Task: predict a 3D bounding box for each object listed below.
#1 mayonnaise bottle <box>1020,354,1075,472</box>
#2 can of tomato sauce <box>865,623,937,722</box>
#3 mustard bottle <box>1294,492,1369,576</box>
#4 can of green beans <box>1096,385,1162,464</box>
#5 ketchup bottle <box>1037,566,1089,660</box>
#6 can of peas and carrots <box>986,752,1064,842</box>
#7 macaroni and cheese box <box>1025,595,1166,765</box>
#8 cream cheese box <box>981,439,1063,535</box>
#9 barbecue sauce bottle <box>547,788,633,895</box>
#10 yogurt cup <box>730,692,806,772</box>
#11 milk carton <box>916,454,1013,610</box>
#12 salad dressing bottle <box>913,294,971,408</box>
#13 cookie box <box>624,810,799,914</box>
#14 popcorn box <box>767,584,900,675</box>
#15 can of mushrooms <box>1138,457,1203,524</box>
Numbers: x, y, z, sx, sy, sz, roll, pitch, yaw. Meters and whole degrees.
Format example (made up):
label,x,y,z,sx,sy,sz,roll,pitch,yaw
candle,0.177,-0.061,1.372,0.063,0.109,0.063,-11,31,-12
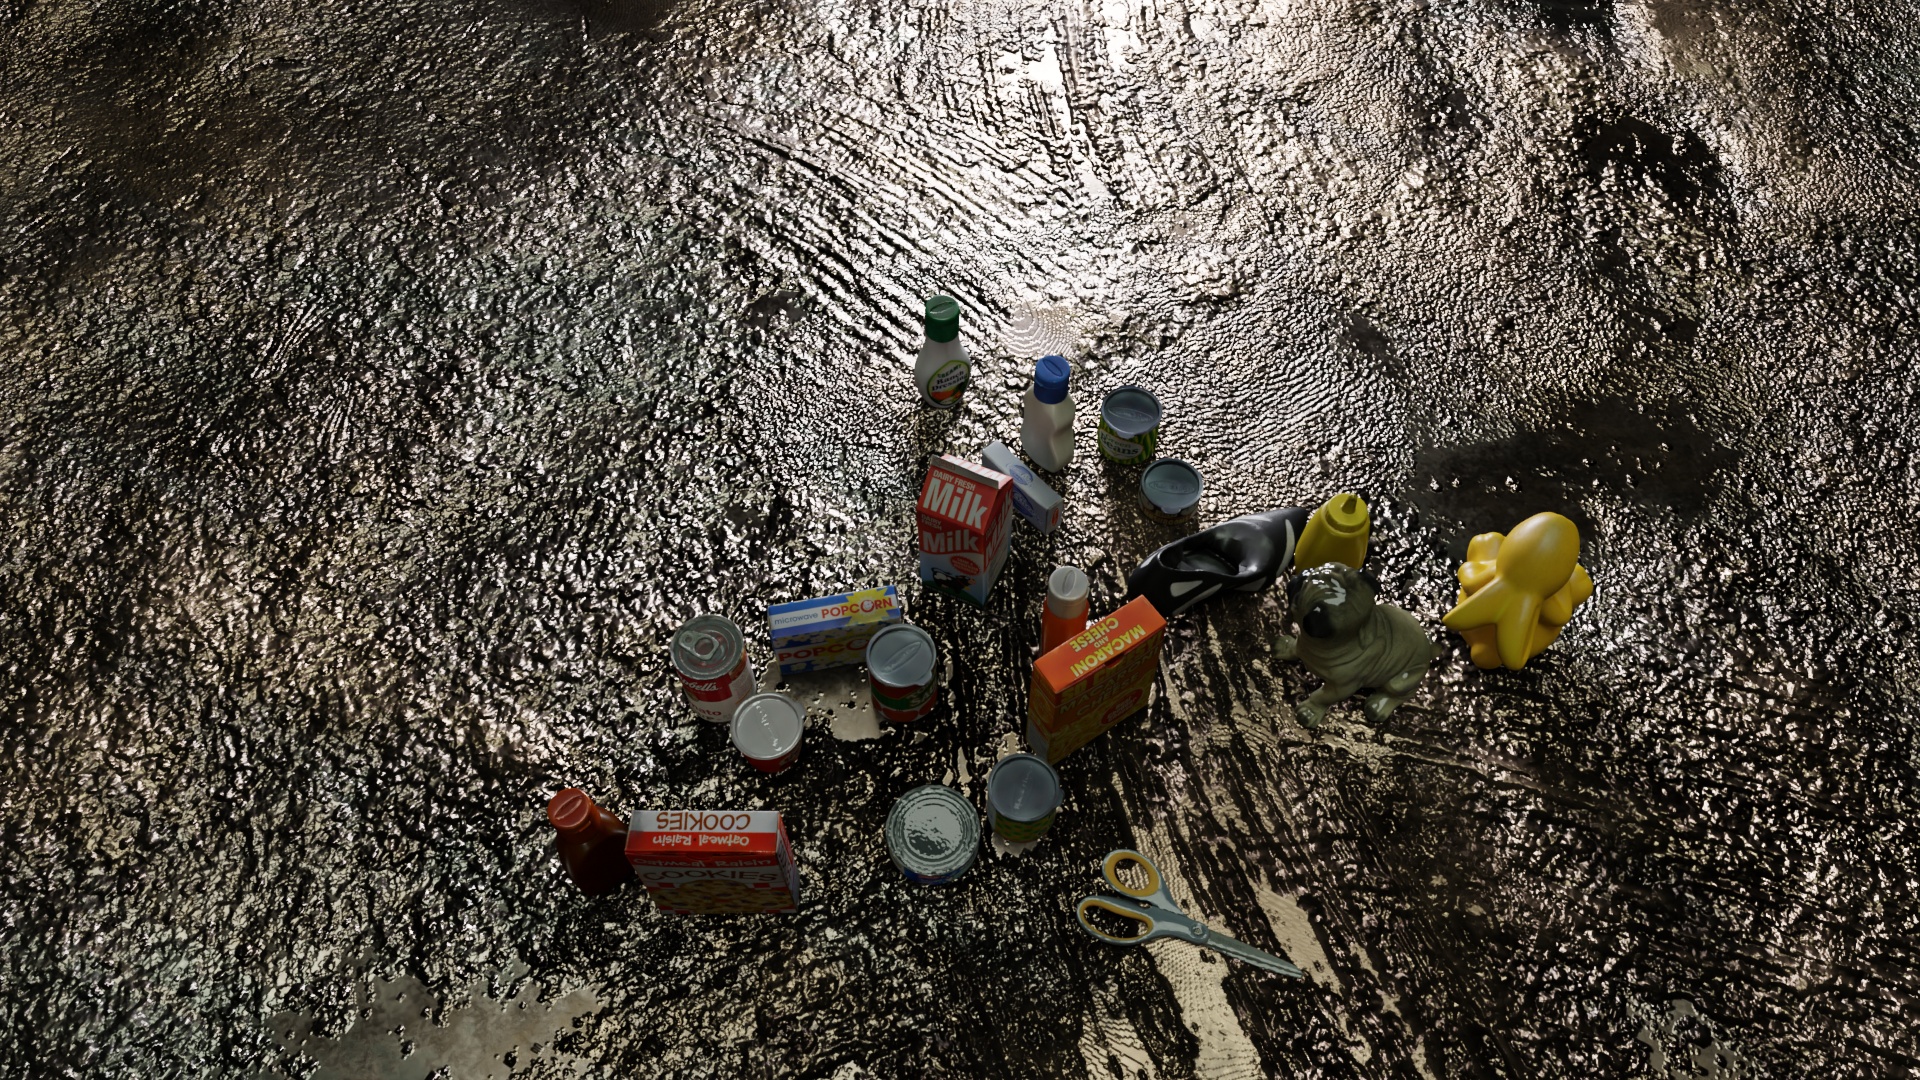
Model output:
label,x,y,z,sx,sy,sz,roll,pitch,yaw
mayonnaise bottle,0.093,-0.135,1.457,0.041,0.147,0.065,-35,65,-20
can of tomato sauce,-0.054,0.129,1.330,0.071,0.082,0.071,0,58,0
mustard bottle,0.372,-0.005,1.369,0.065,0.159,0.049,3,59,2
can of green beans,0.182,-0.124,1.503,0.071,0.057,0.071,0,58,0
ketchup bottle,0.099,0.077,1.324,0.043,0.148,0.065,14,59,8
can of peas and carrots,0.059,0.238,1.277,0.071,0.058,0.071,0,58,0
macaroni and cheese box,0.123,0.133,1.279,0.124,0.165,0.040,-30,63,-17
cream cheese box,0.064,-0.056,1.463,0.024,0.053,0.104,-37,65,-20
barbecue sauce bottle,-0.323,0.260,1.210,0.065,0.147,0.044,-40,66,-21
yogurt cup,-0.180,0.184,1.312,0.072,0.053,0.073,0,58,0
milk carton,0.005,-0.017,1.358,0.072,0.189,0.074,21,61,13
salad dressing bottle,-0.020,-0.204,1.499,0.064,0.147,0.044,-23,61,-13
cookie box,-0.208,0.278,1.188,0.123,0.166,0.040,0,58,0
popcorn box,-0.120,0.088,1.354,0.127,0.084,0.038,-9,59,-6
can of mushrooms,0.222,-0.050,1.471,0.071,0.033,0.071,0,58,0
